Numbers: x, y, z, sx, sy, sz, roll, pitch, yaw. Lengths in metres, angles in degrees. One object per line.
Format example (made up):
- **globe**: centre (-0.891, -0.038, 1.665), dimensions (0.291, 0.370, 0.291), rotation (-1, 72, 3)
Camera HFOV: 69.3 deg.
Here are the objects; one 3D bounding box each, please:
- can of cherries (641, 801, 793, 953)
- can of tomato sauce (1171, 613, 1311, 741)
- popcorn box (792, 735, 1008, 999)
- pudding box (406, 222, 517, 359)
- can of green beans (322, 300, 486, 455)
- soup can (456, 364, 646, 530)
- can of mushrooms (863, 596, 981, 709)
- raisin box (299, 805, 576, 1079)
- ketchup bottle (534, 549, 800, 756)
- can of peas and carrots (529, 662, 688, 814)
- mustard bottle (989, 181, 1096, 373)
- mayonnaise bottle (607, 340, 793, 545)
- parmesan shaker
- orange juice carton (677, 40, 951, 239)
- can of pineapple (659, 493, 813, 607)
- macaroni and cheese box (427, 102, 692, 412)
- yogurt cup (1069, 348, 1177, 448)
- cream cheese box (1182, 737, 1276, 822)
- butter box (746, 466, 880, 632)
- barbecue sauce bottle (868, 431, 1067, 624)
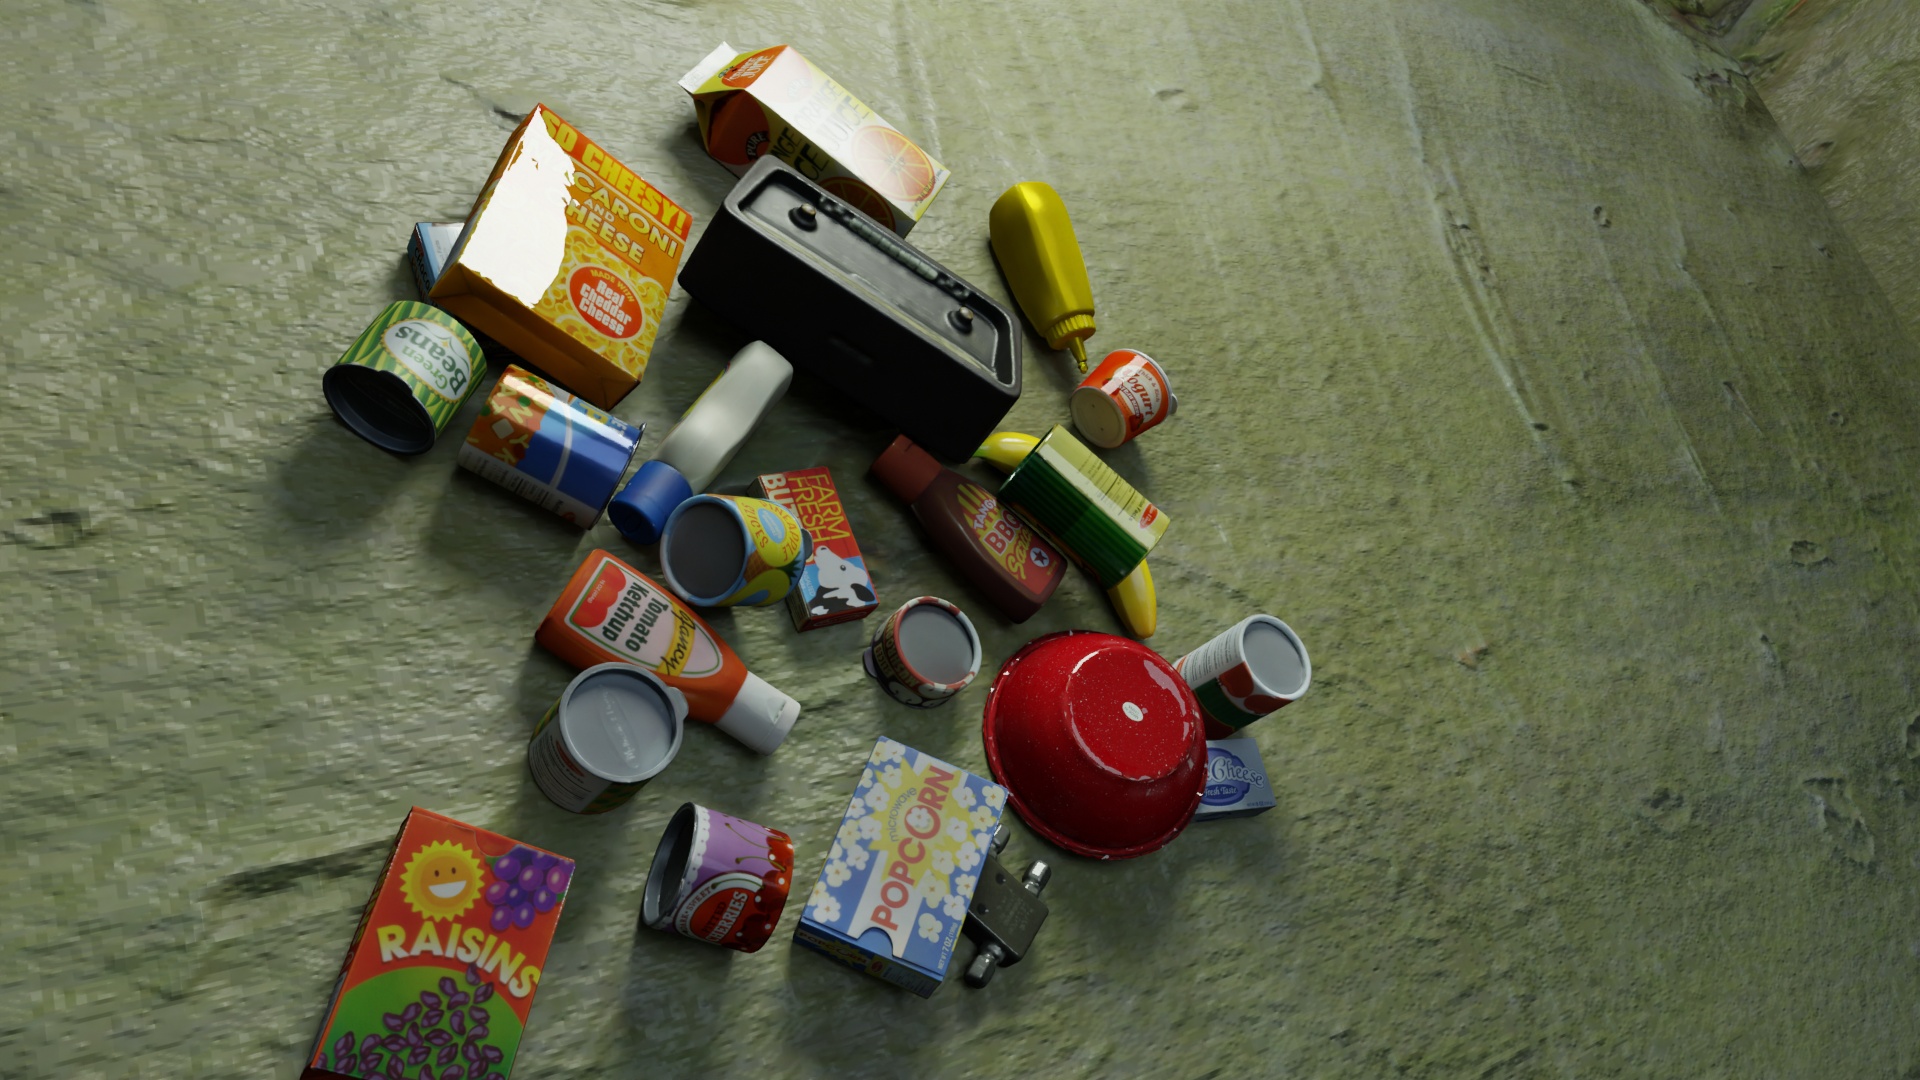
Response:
- **can of cherries**: centre (-0.127, 0.179, 0.729), dimensions (0.058, 0.071, 0.072), rotation (24, 53, -22)
- **can of tomato sauce**: centre (0.199, 0.099, 0.987), dimensions (0.071, 0.082, 0.071), rotation (16, 56, -25)
- **popcorn box**: centre (-0.033, 0.185, 0.797), dimensions (0.085, 0.038, 0.127), rotation (24, 51, -1)
- **pudding box**: centre (-0.298, -0.151, 0.838), dimensions (0.050, 0.030, 0.084), rotation (-9, 69, -38)
- **can of green beans**: centre (-0.307, -0.090, 0.771), dimensions (0.071, 0.071, 0.058), rotation (33, 50, -13)
- **soup can**: centre (-0.234, -0.056, 0.798), dimensions (0.084, 0.071, 0.072), rotation (29, 51, -17)
- **can of mushrooms**: centre (-0.023, 0.072, 0.887), dimensions (0.071, 0.033, 0.071), rotation (17, 56, -26)
- **raisin box**: centre (-0.244, 0.200, 0.658), dimensions (0.086, 0.040, 0.124), rotation (24, 52, -19)
- **ketchup bottle**: centre (-0.162, 0.069, 0.789), dimensions (0.149, 0.043, 0.065), rotation (35, 49, -13)
- **can of peas and carrots**: centre (-0.187, 0.105, 0.740), dimensions (0.071, 0.058, 0.071), rotation (17, 55, -26)
- **mustard bottle**: centre (0.072, -0.203, 1.099), dimensions (0.049, 0.065, 0.160), rotation (-12, 77, -32)
- **mayonnaise bottle**: centre (-0.160, -0.060, 0.857), dimensions (0.041, 0.064, 0.149), rotation (40, 52, -9)
- **parmesan shaker**: centre (0.085, -0.024, 0.961), dimensions (0.103, 0.071, 0.072), rotation (41, 48, -2)
- **orange juice carton**: centre (-0.111, -0.289, 1.017), dimensions (0.192, 0.072, 0.072), rotation (36, 49, -10)
- **can of pineapple**: centre (-0.132, 0.006, 0.817), dimensions (0.058, 0.071, 0.071), rotation (5, 57, -63)
- **macaroni and cheese box**: centre (-0.240, -0.177, 0.857), dimensions (0.123, 0.040, 0.167), rotation (35, 40, -29)
- **yogurt cup**: centre (0.121, -0.107, 1.072), dimensions (0.054, 0.072, 0.072), rotation (-38, 88, -34)
- **cream cheese box**: centre (0.168, 0.167, 0.966), dimensions (0.104, 0.024, 0.053), rotation (2, 61, -33)
- **butter box**: centre (-0.095, 0.004, 0.886), dimensions (0.053, 0.024, 0.104), rotation (-10, 69, -37)
- **barbecue sauce bottle**: centre (0.003, -0.012, 0.948), dimensions (0.148, 0.043, 0.065), rotation (42, 40, -5)
